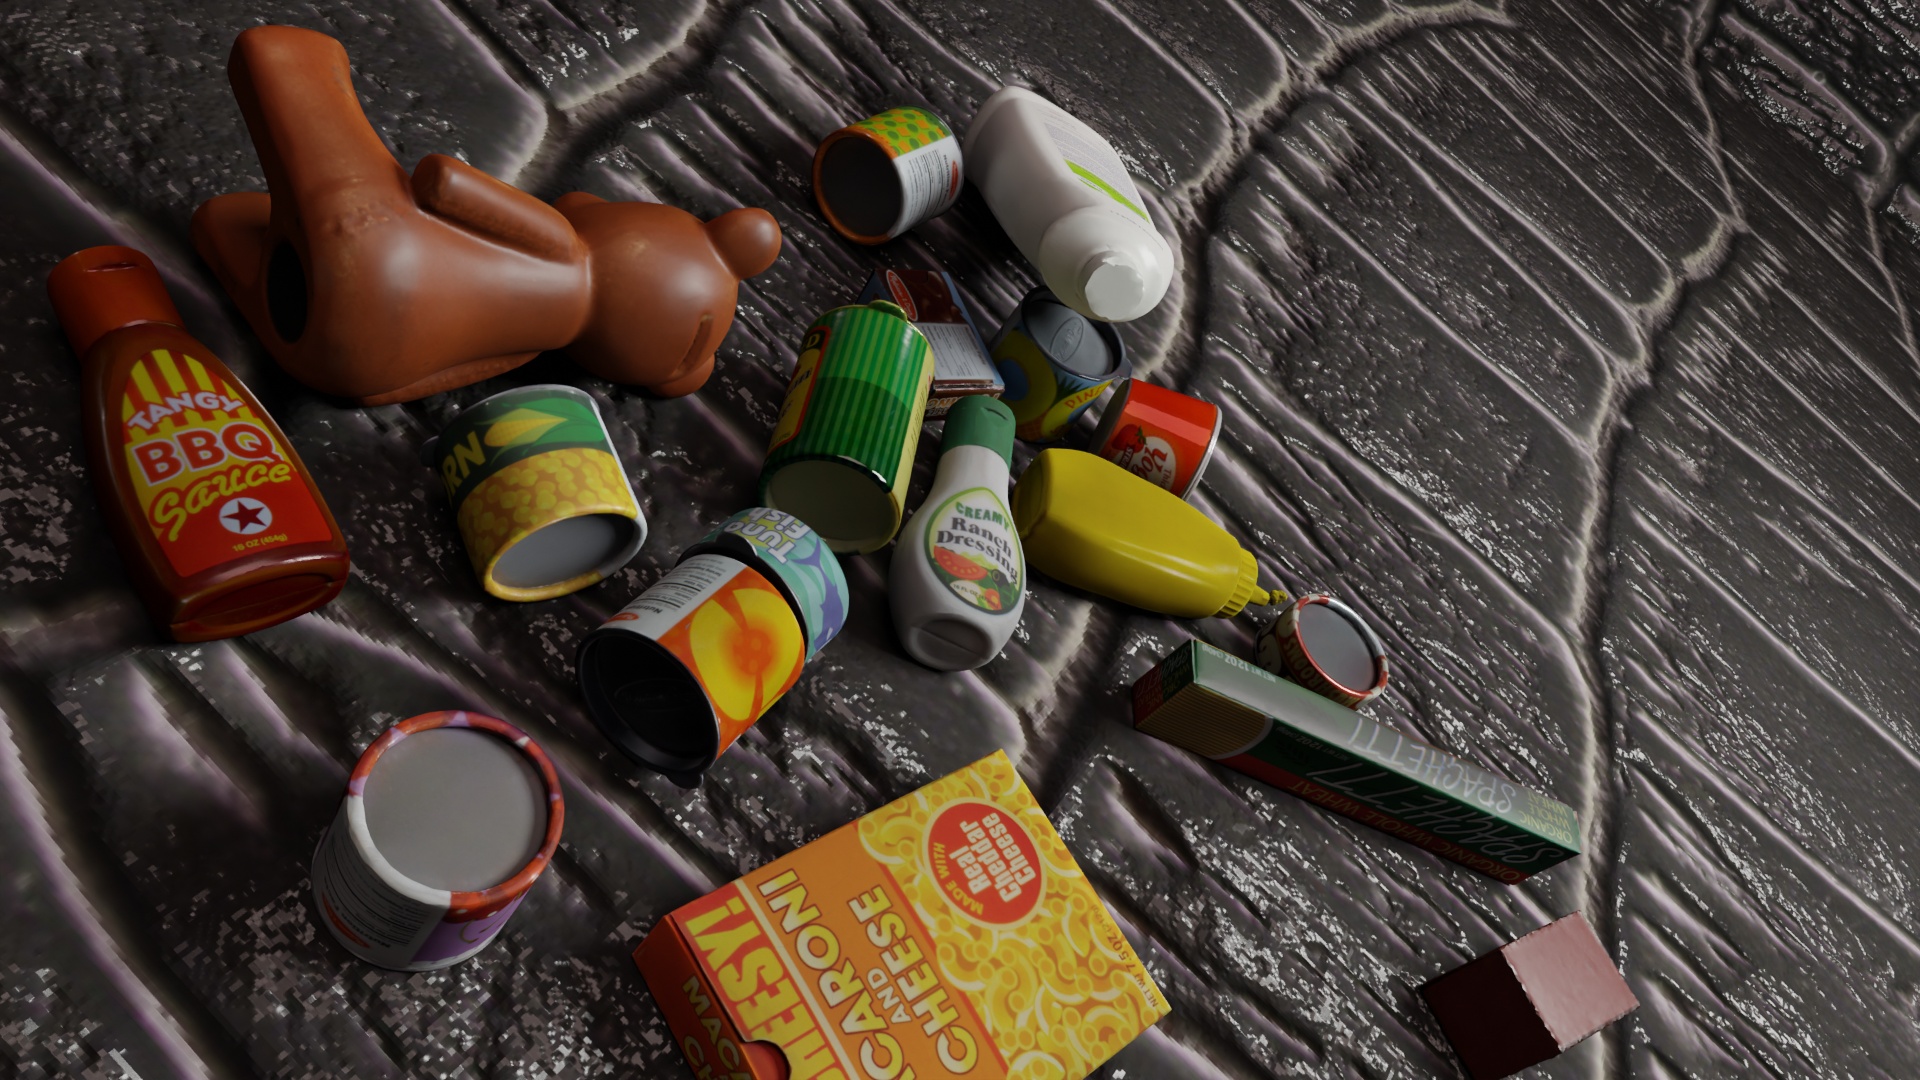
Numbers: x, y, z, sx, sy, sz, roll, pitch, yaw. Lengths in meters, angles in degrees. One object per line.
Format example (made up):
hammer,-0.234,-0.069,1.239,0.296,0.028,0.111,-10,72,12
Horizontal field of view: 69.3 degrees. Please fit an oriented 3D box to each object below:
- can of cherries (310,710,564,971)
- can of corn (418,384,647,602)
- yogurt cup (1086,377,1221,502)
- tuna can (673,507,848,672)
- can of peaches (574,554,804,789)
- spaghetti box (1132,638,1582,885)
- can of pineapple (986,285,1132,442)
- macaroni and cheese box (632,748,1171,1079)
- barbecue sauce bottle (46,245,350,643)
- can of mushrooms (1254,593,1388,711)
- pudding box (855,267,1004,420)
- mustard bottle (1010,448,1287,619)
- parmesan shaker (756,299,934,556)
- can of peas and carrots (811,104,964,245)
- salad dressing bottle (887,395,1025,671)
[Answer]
can of cherries,-0.166,0.094,0.446,0.071,0.058,0.072,19,47,-22
can of corn,-0.164,-0.017,0.534,0.071,0.070,0.058,-9,62,-40
yogurt cup,0.104,-0.054,0.759,0.054,0.072,0.073,25,44,-6
tuna can,-0.081,0.020,0.560,0.071,0.070,0.033,43,41,2
can of peaches,-0.101,0.048,0.527,0.071,0.071,0.058,42,42,2
spaghetti box,0.204,0.115,0.699,0.250,0.050,0.029,24,47,-18
can of pineapple,0.048,-0.094,0.755,0.071,0.057,0.071,19,47,-22
macaroni and cheese box,-0.016,0.162,0.510,0.167,0.040,0.124,-18,67,-43
barbecue sauce bottle,-0.275,-0.037,0.488,0.065,0.043,0.149,-19,68,-43
can of mushrooms,0.194,0.065,0.746,0.071,0.033,0.071,20,47,-22
pudding box,-0.016,-0.105,0.739,0.050,0.030,0.084,-6,60,-37
mustard bottle,0.102,0.007,0.717,0.160,0.048,0.066,23,46,-19
parmesan shaker,-0.051,-0.053,0.641,0.071,0.071,0.103,26,45,-16
can of peas and carrots,-0.043,-0.205,0.779,0.071,0.070,0.059,45,43,5
salad dressing bottle,0.002,-0.008,0.662,0.064,0.043,0.148,25,44,-18
